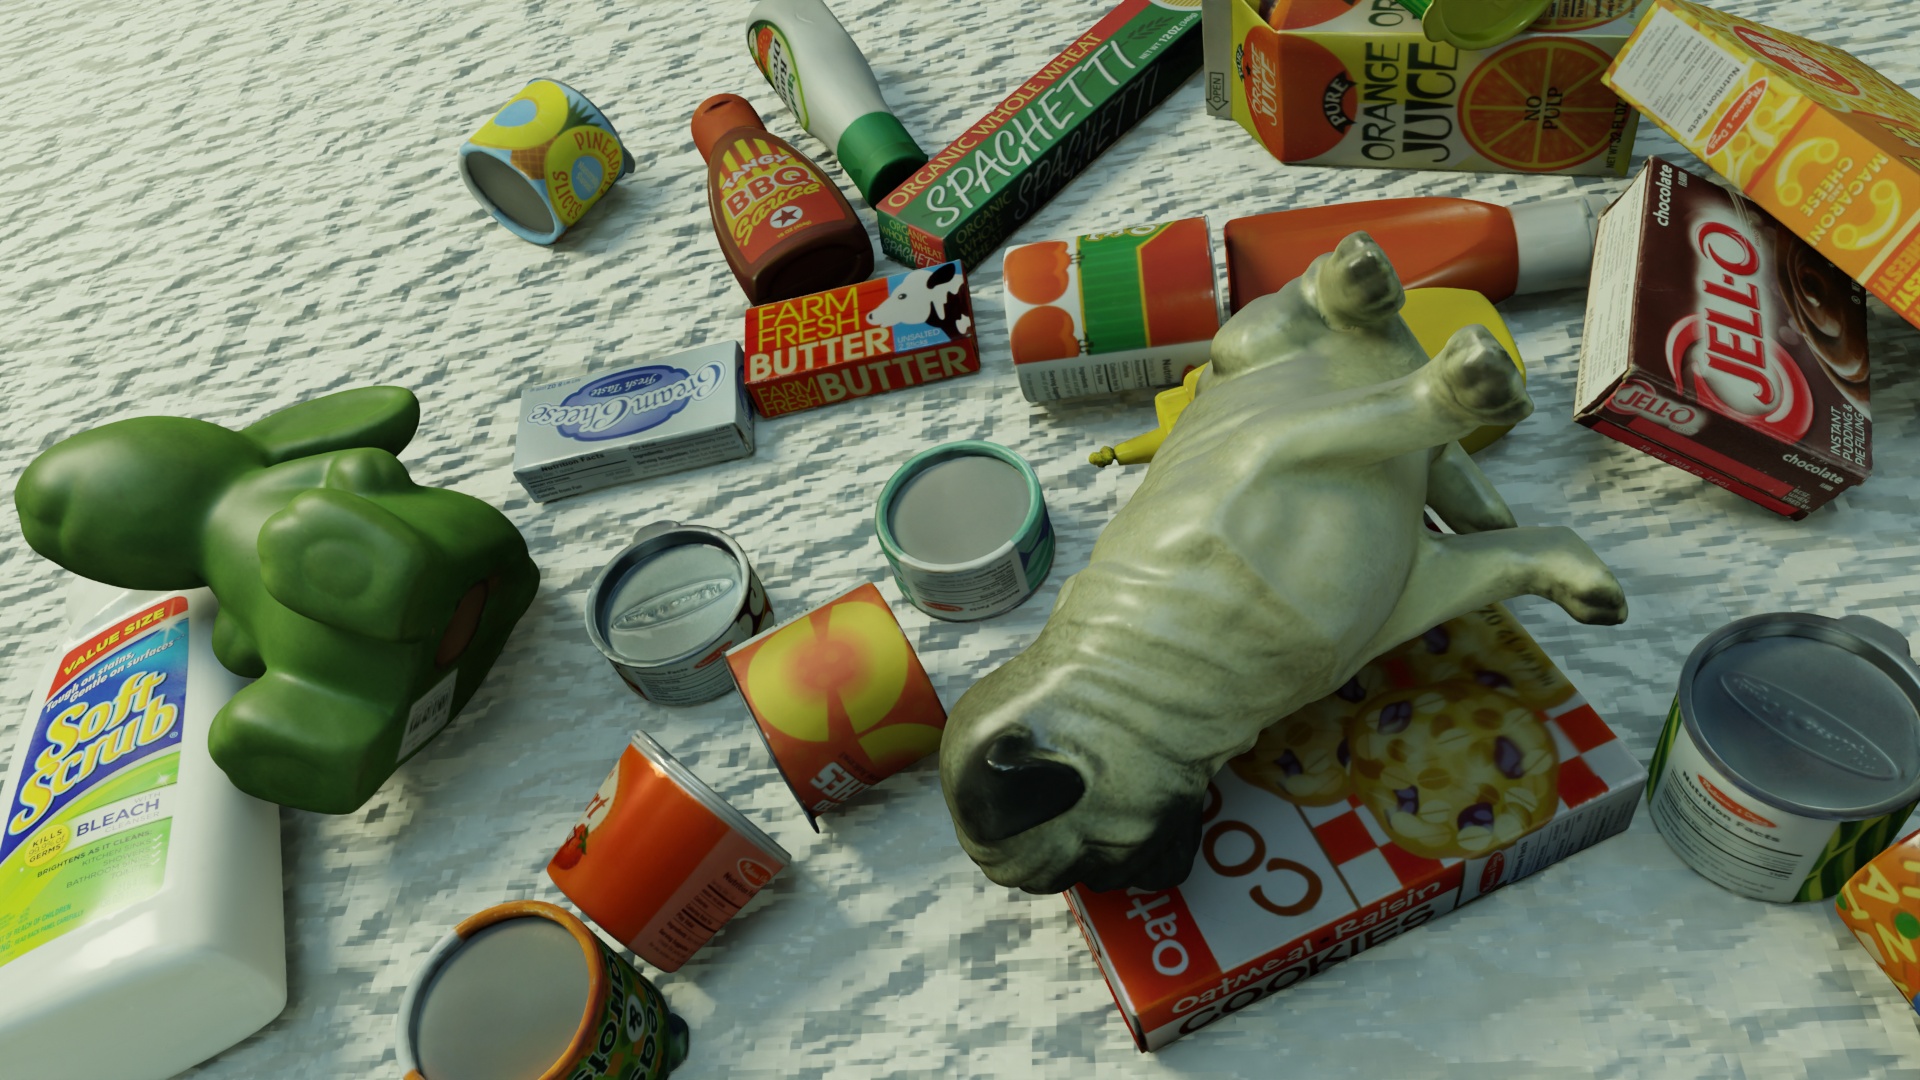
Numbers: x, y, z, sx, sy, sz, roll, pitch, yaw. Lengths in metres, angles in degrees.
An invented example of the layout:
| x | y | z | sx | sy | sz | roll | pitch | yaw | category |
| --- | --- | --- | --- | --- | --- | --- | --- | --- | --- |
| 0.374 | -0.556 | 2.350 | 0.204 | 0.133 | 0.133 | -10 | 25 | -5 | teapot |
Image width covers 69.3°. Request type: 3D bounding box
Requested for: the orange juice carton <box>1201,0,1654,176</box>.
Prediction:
| x | y | z | sx | sy | sz | roll | pitch | yaw | category |
| --- | --- | --- | --- | --- | --- | --- | --- | --- | --- |
| 0.204 | -0.219 | 0.627 | 0.193 | 0.071 | 0.073 | 8 | 55 | 20 | orange juice carton |

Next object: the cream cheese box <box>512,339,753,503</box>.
| x | y | z | sx | sy | sz | roll | pitch | yaw | category |
| --- | --- | --- | --- | --- | --- | --- | --- | --- | --- |
| -0.145 | -0.053 | 0.620 | 0.104 | 0.024 | 0.053 | -12 | 52 | 5 | cream cheese box |

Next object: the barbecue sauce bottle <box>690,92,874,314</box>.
| x | y | z | sx | sy | sz | roll | pitch | yaw | category |
| --- | --- | --- | --- | --- | --- | --- | --- | --- | --- |
| -0.096 | -0.170 | 0.687 | 0.065 | 0.043 | 0.149 | -26 | 50 | -5 | barbecue sauce bottle |

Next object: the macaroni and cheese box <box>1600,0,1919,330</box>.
| x | y | z | sx | sy | sz | roll | pitch | yaw | category |
| --- | --- | --- | --- | --- | --- | --- | --- | --- | --- |
| 0.338 | -0.134 | 0.511 | 0.124 | 0.040 | 0.167 | 0 | 45 | -28 | macaroni and cheese box |

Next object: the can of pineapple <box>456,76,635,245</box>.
| x | y | z | sx | sy | sz | roll | pitch | yaw | category |
| --- | --- | --- | --- | --- | --- | --- | --- | --- | --- |
| -0.217 | -0.197 | 0.725 | 0.071 | 0.070 | 0.058 | 19 | 60 | 27 | can of pineapple |

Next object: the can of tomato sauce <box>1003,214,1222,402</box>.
| x | y | z | sx | sy | sz | roll | pitch | yaw | category |
| --- | --- | --- | --- | --- | --- | --- | --- | --- | --- |
| 0.064 | -0.096 | 0.570 | 0.083 | 0.071 | 0.071 | -7 | 51 | 10 | can of tomato sauce |

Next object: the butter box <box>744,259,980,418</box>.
| x | y | z | sx | sy | sz | roll | pitch | yaw | category |
| --- | --- | --- | --- | --- | --- | --- | --- | --- | --- |
| -0.045 | -0.090 | 0.623 | 0.103 | 0.024 | 0.053 | -12 | 50 | 5 | butter box |

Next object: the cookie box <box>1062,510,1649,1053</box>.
| x | y | z | sx | sy | sz | roll | pitch | yaw | category |
| --- | --- | --- | --- | --- | --- | --- | --- | --- | --- |
| 0.105 | 0.070 | 0.448 | 0.168 | 0.040 | 0.123 | -23 | 50 | -5 | cookie box |

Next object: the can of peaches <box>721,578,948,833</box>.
| x | y | z | sx | sy | sz | roll | pitch | yaw | category |
| --- | --- | --- | --- | --- | --- | --- | --- | --- | --- |
| -0.041 | 0.056 | 0.481 | 0.058 | 0.071 | 0.071 | -28 | 51 | -8 | can of peaches |

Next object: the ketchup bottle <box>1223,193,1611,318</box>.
| x | y | z | sx | sy | sz | roll | pitch | yaw | category |
| --- | --- | --- | --- | --- | --- | --- | --- | --- | --- |
| 0.185 | -0.113 | 0.568 | 0.149 | 0.043 | 0.065 | -6 | 52 | 10 | ketchup bottle |

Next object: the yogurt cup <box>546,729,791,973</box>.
| x | y | z | sx | sy | sz | roll | pitch | yaw | category |
| --- | --- | --- | --- | --- | --- | --- | --- | --- | --- |
| -0.098 | 0.104 | 0.460 | 0.072 | 0.072 | 0.054 | 31 | 74 | 32 | yogurt cup |

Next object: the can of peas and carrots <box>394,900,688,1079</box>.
| x | y | z | sx | sy | sz | roll | pitch | yaw | category |
| --- | --- | --- | --- | --- | --- | --- | --- | --- | --- |
| -0.128 | 0.153 | 0.431 | 0.071 | 0.058 | 0.071 | -7 | 52 | 9 | can of peas and carrots |

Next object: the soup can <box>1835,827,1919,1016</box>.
| x | y | z | sx | sy | sz | roll | pitch | yaw | category |
| --- | --- | --- | --- | --- | --- | --- | --- | --- | --- |
| 0.279 | 0.111 | 0.348 | 0.071 | 0.071 | 0.084 | -21 | 50 | -2 | soup can |

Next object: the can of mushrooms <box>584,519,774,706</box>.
| x | y | z | sx | sy | sz | roll | pitch | yaw | category |
| --- | --- | --- | --- | --- | --- | --- | --- | --- | --- |
| -0.109 | 0.027 | 0.541 | 0.071 | 0.033 | 0.071 | -8 | 52 | 10 | can of mushrooms |

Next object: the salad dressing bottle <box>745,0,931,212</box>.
| x | y | z | sx | sy | sz | roll | pitch | yaw | category |
| --- | --- | --- | --- | --- | --- | --- | --- | --- | --- |
| -0.063 | -0.225 | 0.713 | 0.044 | 0.064 | 0.148 | -23 | 58 | -16 | salad dressing bottle |

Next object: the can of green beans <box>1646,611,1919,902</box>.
| x | y | z | sx | sy | sz | roll | pitch | yaw | category |
| --- | --- | --- | --- | --- | --- | --- | --- | --- | --- |
| 0.240 | 0.064 | 0.404 | 0.071 | 0.057 | 0.071 | -7 | 51 | 9 | can of green beans |

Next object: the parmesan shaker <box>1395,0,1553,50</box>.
| x | y | z | sx | sy | sz | roll | pitch | yaw | category |
| --- | --- | --- | --- | --- | --- | --- | --- | --- | --- |
| 0.190 | -0.254 | 0.569 | 0.071 | 0.071 | 0.103 | -25 | 51 | -5 | parmesan shaker |

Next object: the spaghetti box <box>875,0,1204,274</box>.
| x | y | z | sx | sy | sz | roll | pitch | yaw | category |
| --- | --- | --- | --- | --- | --- | --- | --- | --- | --- |
| 0.060 | -0.218 | 0.692 | 0.050 | 0.028 | 0.251 | 32 | 66 | 33 | spaghetti box |

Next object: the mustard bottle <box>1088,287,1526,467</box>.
| x | y | z | sx | sy | sz | roll | pitch | yaw | category |
| --- | --- | --- | --- | --- | --- | --- | --- | --- | --- |
| 0.127 | -0.050 | 0.530 | 0.160 | 0.048 | 0.065 | -13 | 51 | 5 | mustard bottle |

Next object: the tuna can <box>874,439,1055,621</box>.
| x | y | z | sx | sy | sz | roll | pitch | yaw | category |
| --- | --- | --- | --- | --- | --- | --- | --- | --- | --- |
| 0.002 | -0.007 | 0.539 | 0.071 | 0.032 | 0.071 | -7 | 52 | 9 | tuna can |
